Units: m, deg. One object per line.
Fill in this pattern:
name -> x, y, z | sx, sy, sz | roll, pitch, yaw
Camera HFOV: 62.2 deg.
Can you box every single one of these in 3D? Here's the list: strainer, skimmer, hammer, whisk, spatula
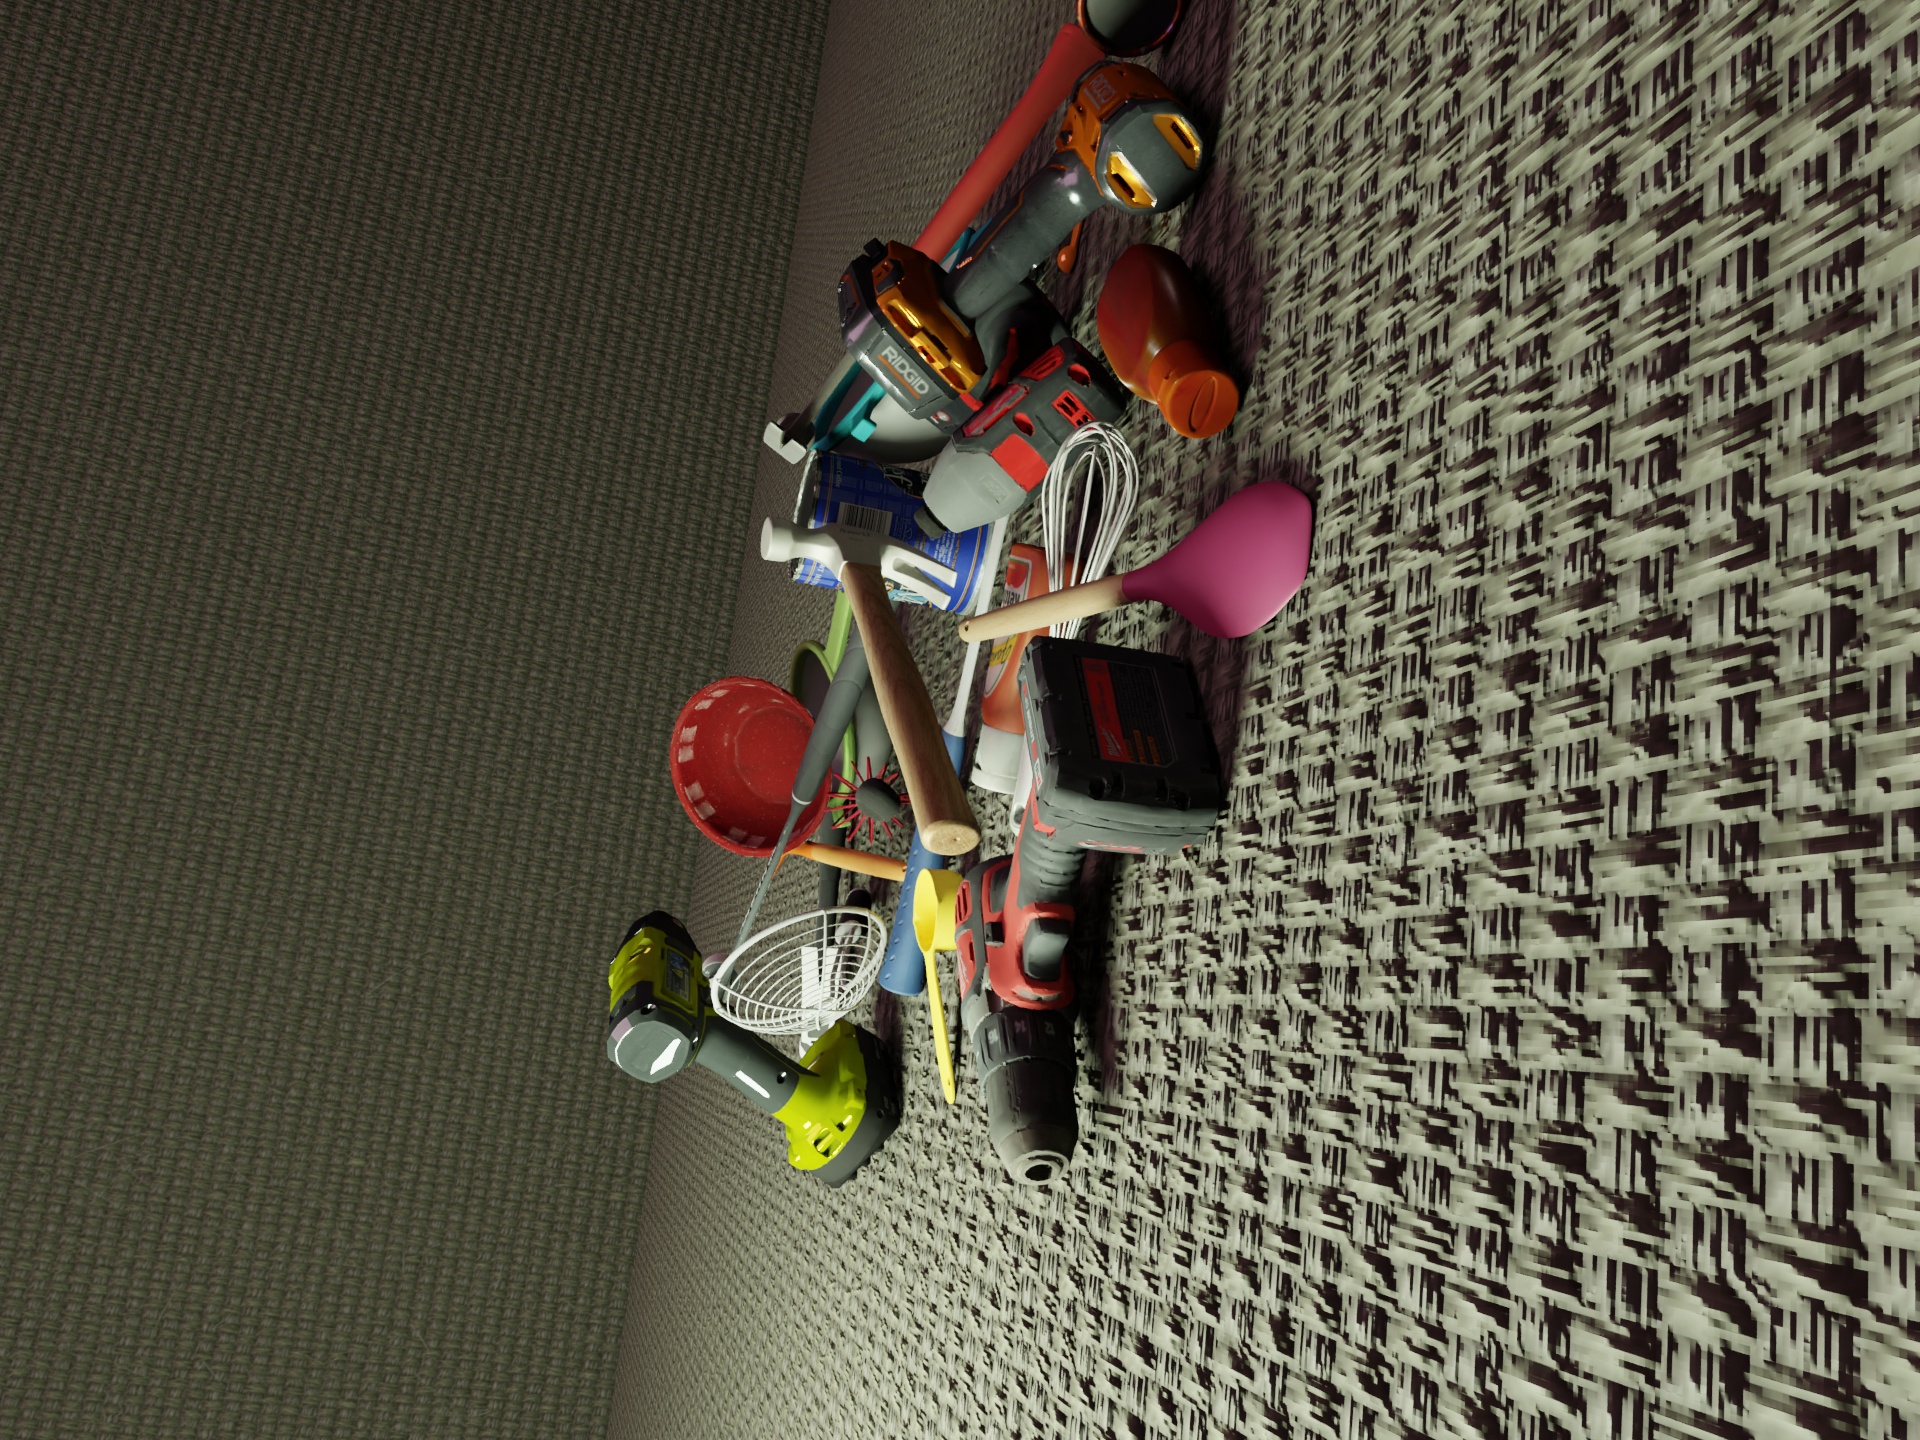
strainer -> -0.042, -0.277, 1.309 | 0.211, 0.095, 0.340 | -58, 16, -6
skimmer -> -0.106, 0.154, 1.214 | 0.127, 0.090, 0.363 | -34, 6, 4
hammer -> -0.122, 0.140, 1.489 | 0.146, 0.035, 0.335 | 98, 175, -48
strainer -> -0.090, -0.040, 1.399 | 0.256, 0.069, 0.152 | 105, 147, -41
whisk -> 0.058, -0.048, 0.903 | 0.058, 0.059, 0.246 | 25, 112, 47
hammer -> -0.041, -0.032, 1.024 | 0.332, 0.130, 0.031 | -112, 33, -49
whisk -> -0.068, 0.061, 1.205 | 0.296, 0.073, 0.073 | 149, 130, -84
hammer -> -0.020, -0.331, 1.109 | 0.359, 0.036, 0.149 | -53, 10, 4
hammer -> -0.137, 0.075, 1.305 | 0.149, 0.036, 0.409 | -100, 32, -74
hammer -> -0.002, -0.004, 1.129 | 0.144, 0.035, 0.405 | -133, 54, -73
spatula -> -0.103, 0.118, 1.353 | 0.323, 0.041, 0.081 | 3, 61, 61

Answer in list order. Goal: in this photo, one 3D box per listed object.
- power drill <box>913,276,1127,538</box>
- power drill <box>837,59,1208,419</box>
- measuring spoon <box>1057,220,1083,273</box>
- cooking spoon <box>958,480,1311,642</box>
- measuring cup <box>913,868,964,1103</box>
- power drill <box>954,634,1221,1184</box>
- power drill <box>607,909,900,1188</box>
power drill -> 0.019, -0.201, 1.007 | 0.143, 0.078, 0.220 | -41, 29, 15
power drill -> 0.033, -0.296, 0.942 | 0.226, 0.084, 0.164 | -37, 31, 18
measuring spoon -> 0.082, -0.368, 1.097 | 0.021, 0.011, 0.117 | -147, 67, -75
cooking spoon -> 0.073, -0.063, 0.797 | 0.319, 0.017, 0.069 | -9, 73, 64
measuring cup -> -0.005, 0.175, 1.060 | 0.062, 0.029, 0.157 | 129, 136, -64
power drill -> 0.049, 0.093, 0.773 | 0.188, 0.080, 0.226 | -96, 18, -49
power drill -> -0.157, 0.233, 1.171 | 0.080, 0.223, 0.171 | -48, 22, 12
